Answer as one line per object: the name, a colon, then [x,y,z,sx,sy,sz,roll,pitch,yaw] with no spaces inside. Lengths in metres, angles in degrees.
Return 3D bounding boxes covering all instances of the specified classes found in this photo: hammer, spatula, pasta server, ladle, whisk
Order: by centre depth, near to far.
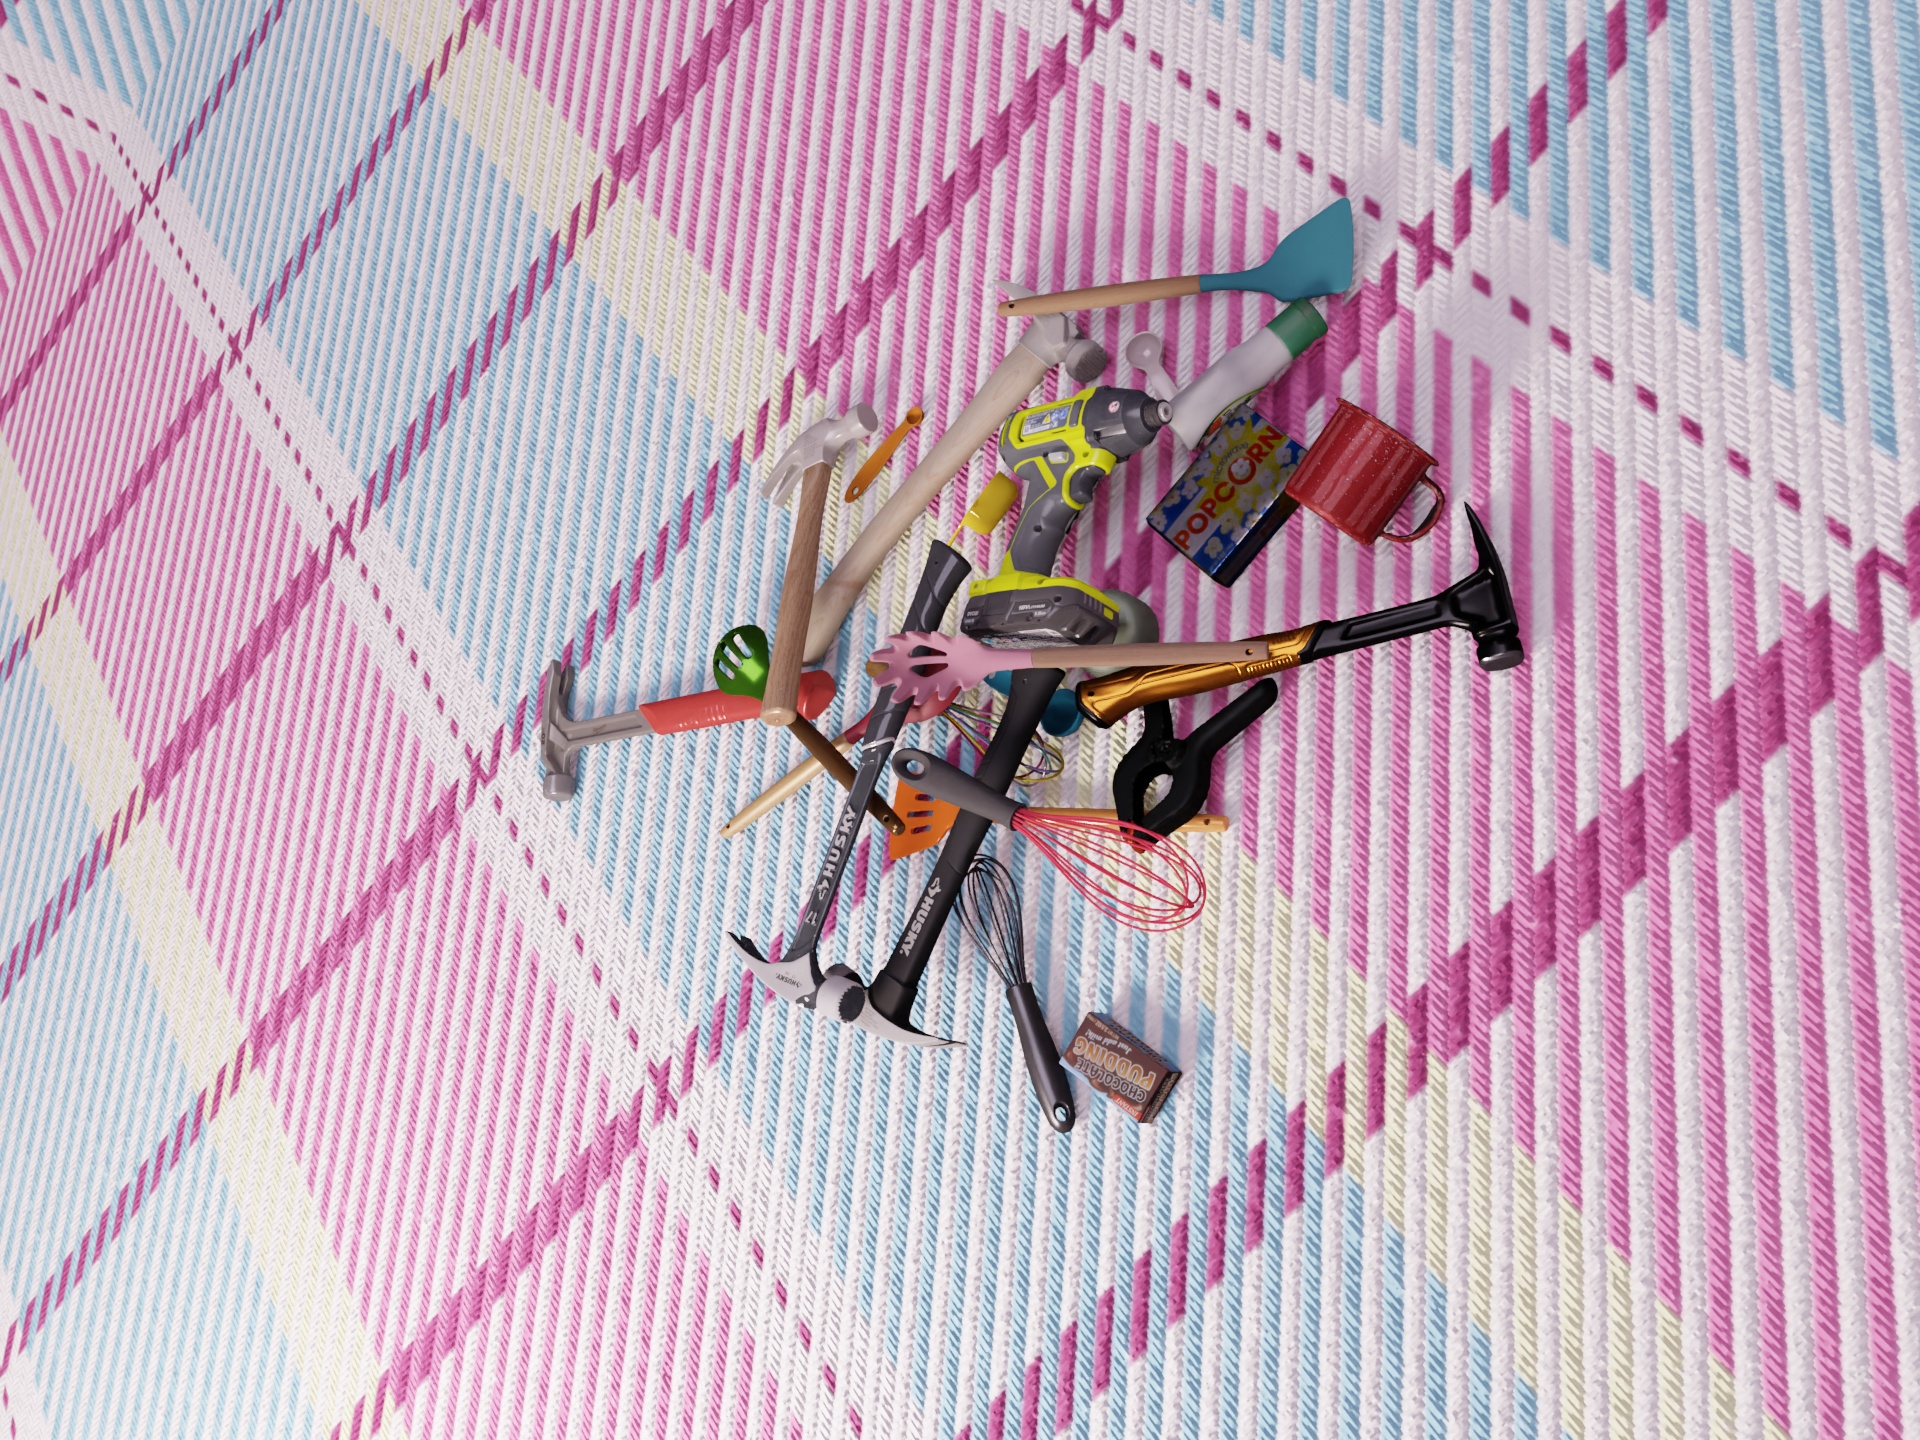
whisk: [0.059,0.082,1.213,0.296,0.073,0.073,25,90,33]
hammer: [0.247,-0.062,1.220,0.337,0.034,0.127,-15,67,20]
pasta server: [0.082,-0.048,1.246,0.316,0.040,0.060,-1,104,21]
hammer: [0.003,0.107,1.291,0.146,0.035,0.335,27,92,43]
whisk: [0.045,0.219,1.291,0.055,0.055,0.239,-29,66,23]
spatula: [0.071,0.082,1.329,0.323,0.041,0.081,0,77,29]
hammer: [-0.079,0.039,1.340,0.149,0.036,0.409,14,80,39]
spatula: [0.178,-0.377,1.362,0.317,0.044,0.082,-2,78,22]
whisk: [-0.004,-0.004,1.384,0.245,0.051,0.047,31,76,40]
ladle: [-0.116,0.028,1.437,0.315,0.031,0.069,-36,54,30]
hammer: [-0.043,-0.220,1.480,0.410,0.038,0.146,-49,55,12]
hammer: [-0.149,-0.143,1.482,0.130,0.031,0.332,-20,52,37]
hammer: [-0.277,-0.015,1.571,0.359,0.036,0.149,-10,71,31]

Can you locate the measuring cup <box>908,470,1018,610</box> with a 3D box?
measuring cup: [0.003,-0.154,1.433,0.029,0.062,0.156,34,113,-1]

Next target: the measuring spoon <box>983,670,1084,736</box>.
measuring spoon: [0.063,-0.021,1.370,0.129,0.021,0.042,31,95,44]

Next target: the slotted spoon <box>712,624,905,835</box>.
slotted spoon: [-0.141,0.006,1.429,0.070,0.031,0.314,-53,53,8]

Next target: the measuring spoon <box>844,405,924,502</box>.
measuring spoon: [-0.073,-0.253,1.526,0.117,0.011,0.021,-49,54,16]

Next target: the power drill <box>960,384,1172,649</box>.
power drill: [0.088,-0.167,1.315,0.171,0.080,0.223,-3,67,48]

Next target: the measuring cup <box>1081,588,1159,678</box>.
measuring cup: [0.085,-0.072,1.351,0.167,0.038,0.083,-1,76,30]

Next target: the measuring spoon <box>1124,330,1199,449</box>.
measuring spoon: [0.178,-0.282,1.371,0.034,0.018,0.124,-30,69,16]
